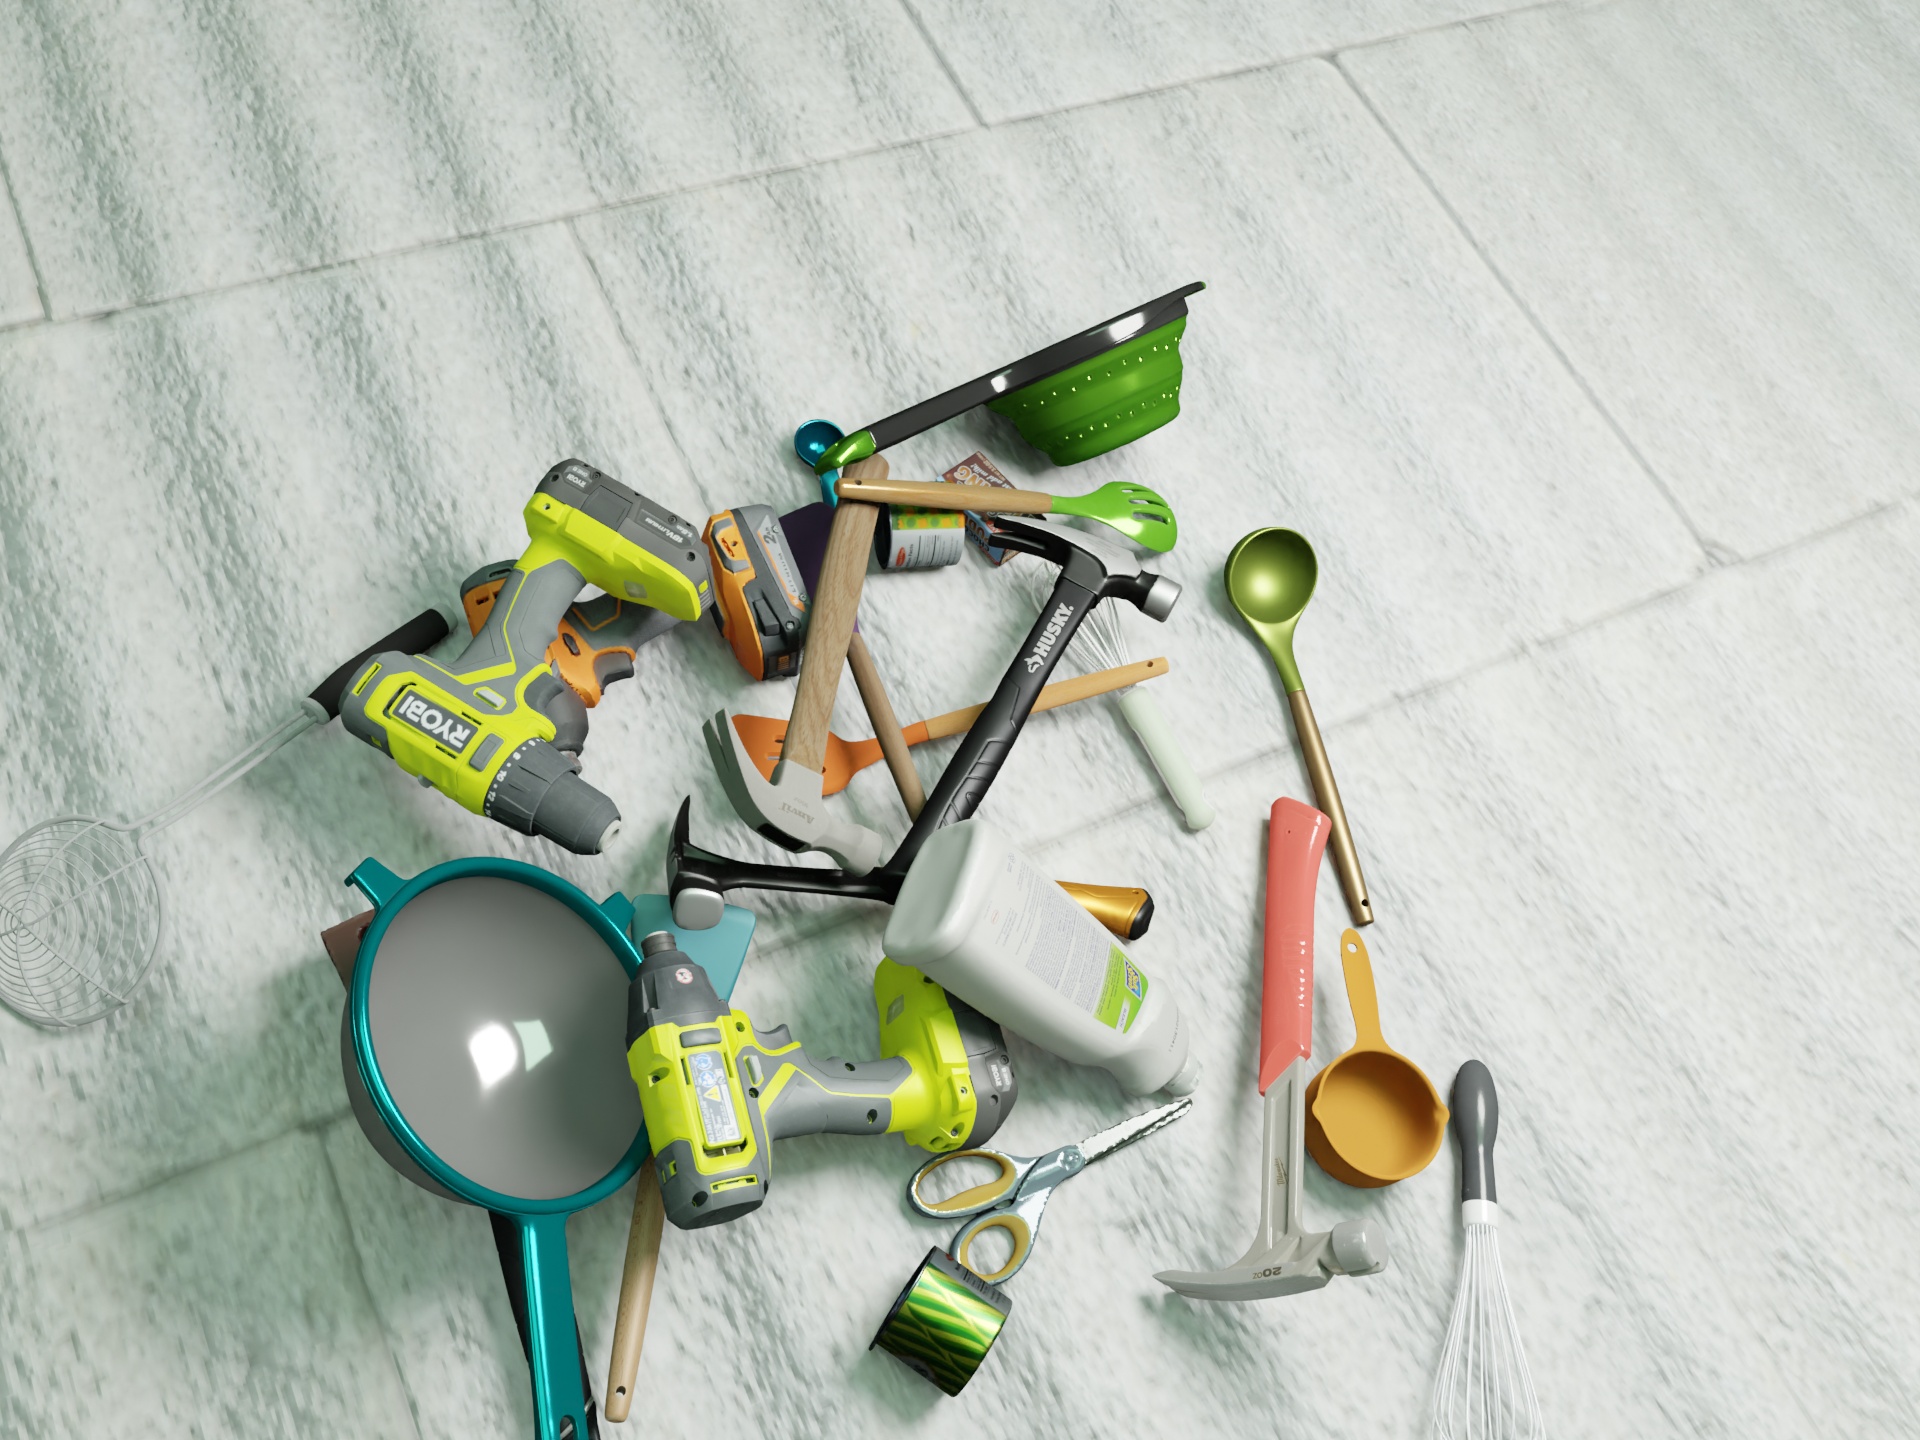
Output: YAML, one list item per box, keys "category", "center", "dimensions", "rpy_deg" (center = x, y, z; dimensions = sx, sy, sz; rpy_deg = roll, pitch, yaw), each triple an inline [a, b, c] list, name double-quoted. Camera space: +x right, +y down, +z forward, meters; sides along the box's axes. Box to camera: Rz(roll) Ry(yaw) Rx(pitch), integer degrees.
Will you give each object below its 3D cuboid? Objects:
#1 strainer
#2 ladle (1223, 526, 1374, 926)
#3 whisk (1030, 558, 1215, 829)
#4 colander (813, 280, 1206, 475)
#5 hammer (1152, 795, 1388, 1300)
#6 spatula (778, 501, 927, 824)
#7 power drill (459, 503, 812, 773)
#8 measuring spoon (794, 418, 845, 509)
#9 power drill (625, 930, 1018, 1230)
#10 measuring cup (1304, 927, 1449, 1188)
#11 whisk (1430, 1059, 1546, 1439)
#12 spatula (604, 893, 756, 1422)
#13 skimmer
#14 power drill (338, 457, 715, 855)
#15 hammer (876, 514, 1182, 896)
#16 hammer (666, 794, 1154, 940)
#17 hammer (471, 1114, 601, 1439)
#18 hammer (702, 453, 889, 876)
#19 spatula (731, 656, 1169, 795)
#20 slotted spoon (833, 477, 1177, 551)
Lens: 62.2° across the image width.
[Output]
- category: "strainer"
  center: [-0.263, 0.249, 0.894]
  dimensions: [0.210, 0.095, 0.341]
  rpy_deg: [17, 52, -48]
- category: "ladle"
  center: [0.267, -0.002, 1.205]
  dimensions: [0.078, 0.062, 0.320]
  rpy_deg: [-5, 66, -15]
- category: "whisk"
  center: [0.124, -0.025, 1.198]
  dimensions: [0.059, 0.057, 0.246]
  rpy_deg: [-32, 72, 12]
- category: "colander"
  center: [0.053, -0.229, 1.217]
  dimensions: [0.397, 0.204, 0.094]
  rpy_deg: [-32, 104, -37]
- category: "hammer"
  center: [0.211, 0.206, 1.069]
  dimensions: [0.036, 0.149, 0.359]
  rpy_deg: [42, 42, -33]
- category: "spatula"
  center: [-0.069, -0.040, 1.140]
  dimensions: [0.060, 0.018, 0.316]
  rpy_deg: [-22, 59, 0]
- category: "power drill"
  center: [-0.220, -0.055, 1.123]
  dimensions: [0.226, 0.084, 0.164]
  rpy_deg: [-17, 69, -15]
- category: "measuring spoon"
  center: [-0.102, -0.176, 1.250]
  dimensions: [0.042, 0.021, 0.129]
  rpy_deg: [-10, 74, -17]
- category: "power drill"
  center: [-0.089, 0.202, 0.972]
  dimensions: [0.223, 0.080, 0.171]
  rpy_deg: [-1, 60, -34]
- category: "measuring cup"
  center: [0.270, 0.231, 1.083]
  dimensions: [0.095, 0.052, 0.174]
  rpy_deg: [3, 60, -10]
- category: "whisk"
  center: [0.338, 0.353, 1.030]
  dimensions: [0.070, 0.070, 0.285]
  rpy_deg: [12, 56, -5]
- category: "spatula"
  center: [-0.184, 0.256, 0.969]
  dimensions: [0.082, 0.044, 0.318]
  rpy_deg: [10, 52, -10]
- category: "skimmer"
  center: [-0.472, 0.046, 1.047]
  dimensions: [0.127, 0.090, 0.363]
  rpy_deg: [35, 51, 11]
- category: "power drill"
  center: [-0.259, -0.038, 1.032]
  dimensions: [0.190, 0.080, 0.228]
  rpy_deg: [30, 71, 7]
- category: "hammer"
  center: [0.029, -0.012, 1.103]
  dimensions: [0.146, 0.035, 0.335]
  rpy_deg: [28, 56, 5]
- category: "hammer"
  center: [-0.030, 0.111, 1.078]
  dimensions: [0.336, 0.034, 0.127]
  rpy_deg: [7, 23, -16]
- category: "hammer"
  center: [-0.218, 0.417, 0.896]
  dimensions: [0.149, 0.036, 0.409]
  rpy_deg: [-15, 66, -17]
- category: "hammer"
  center: [-0.092, -0.061, 1.089]
  dimensions: [0.130, 0.031, 0.332]
  rpy_deg: [28, 51, -26]
- category: "spatula"
  center: [-0.002, -0.004, 1.143]
  dimensions: [0.322, 0.041, 0.081]
  rpy_deg: [-15, 57, -8]
- category: "slotted spoon"
  center: [0.045, -0.164, 1.204]
  dimensions: [0.313, 0.031, 0.070]
  rpy_deg: [0, 55, -32]
